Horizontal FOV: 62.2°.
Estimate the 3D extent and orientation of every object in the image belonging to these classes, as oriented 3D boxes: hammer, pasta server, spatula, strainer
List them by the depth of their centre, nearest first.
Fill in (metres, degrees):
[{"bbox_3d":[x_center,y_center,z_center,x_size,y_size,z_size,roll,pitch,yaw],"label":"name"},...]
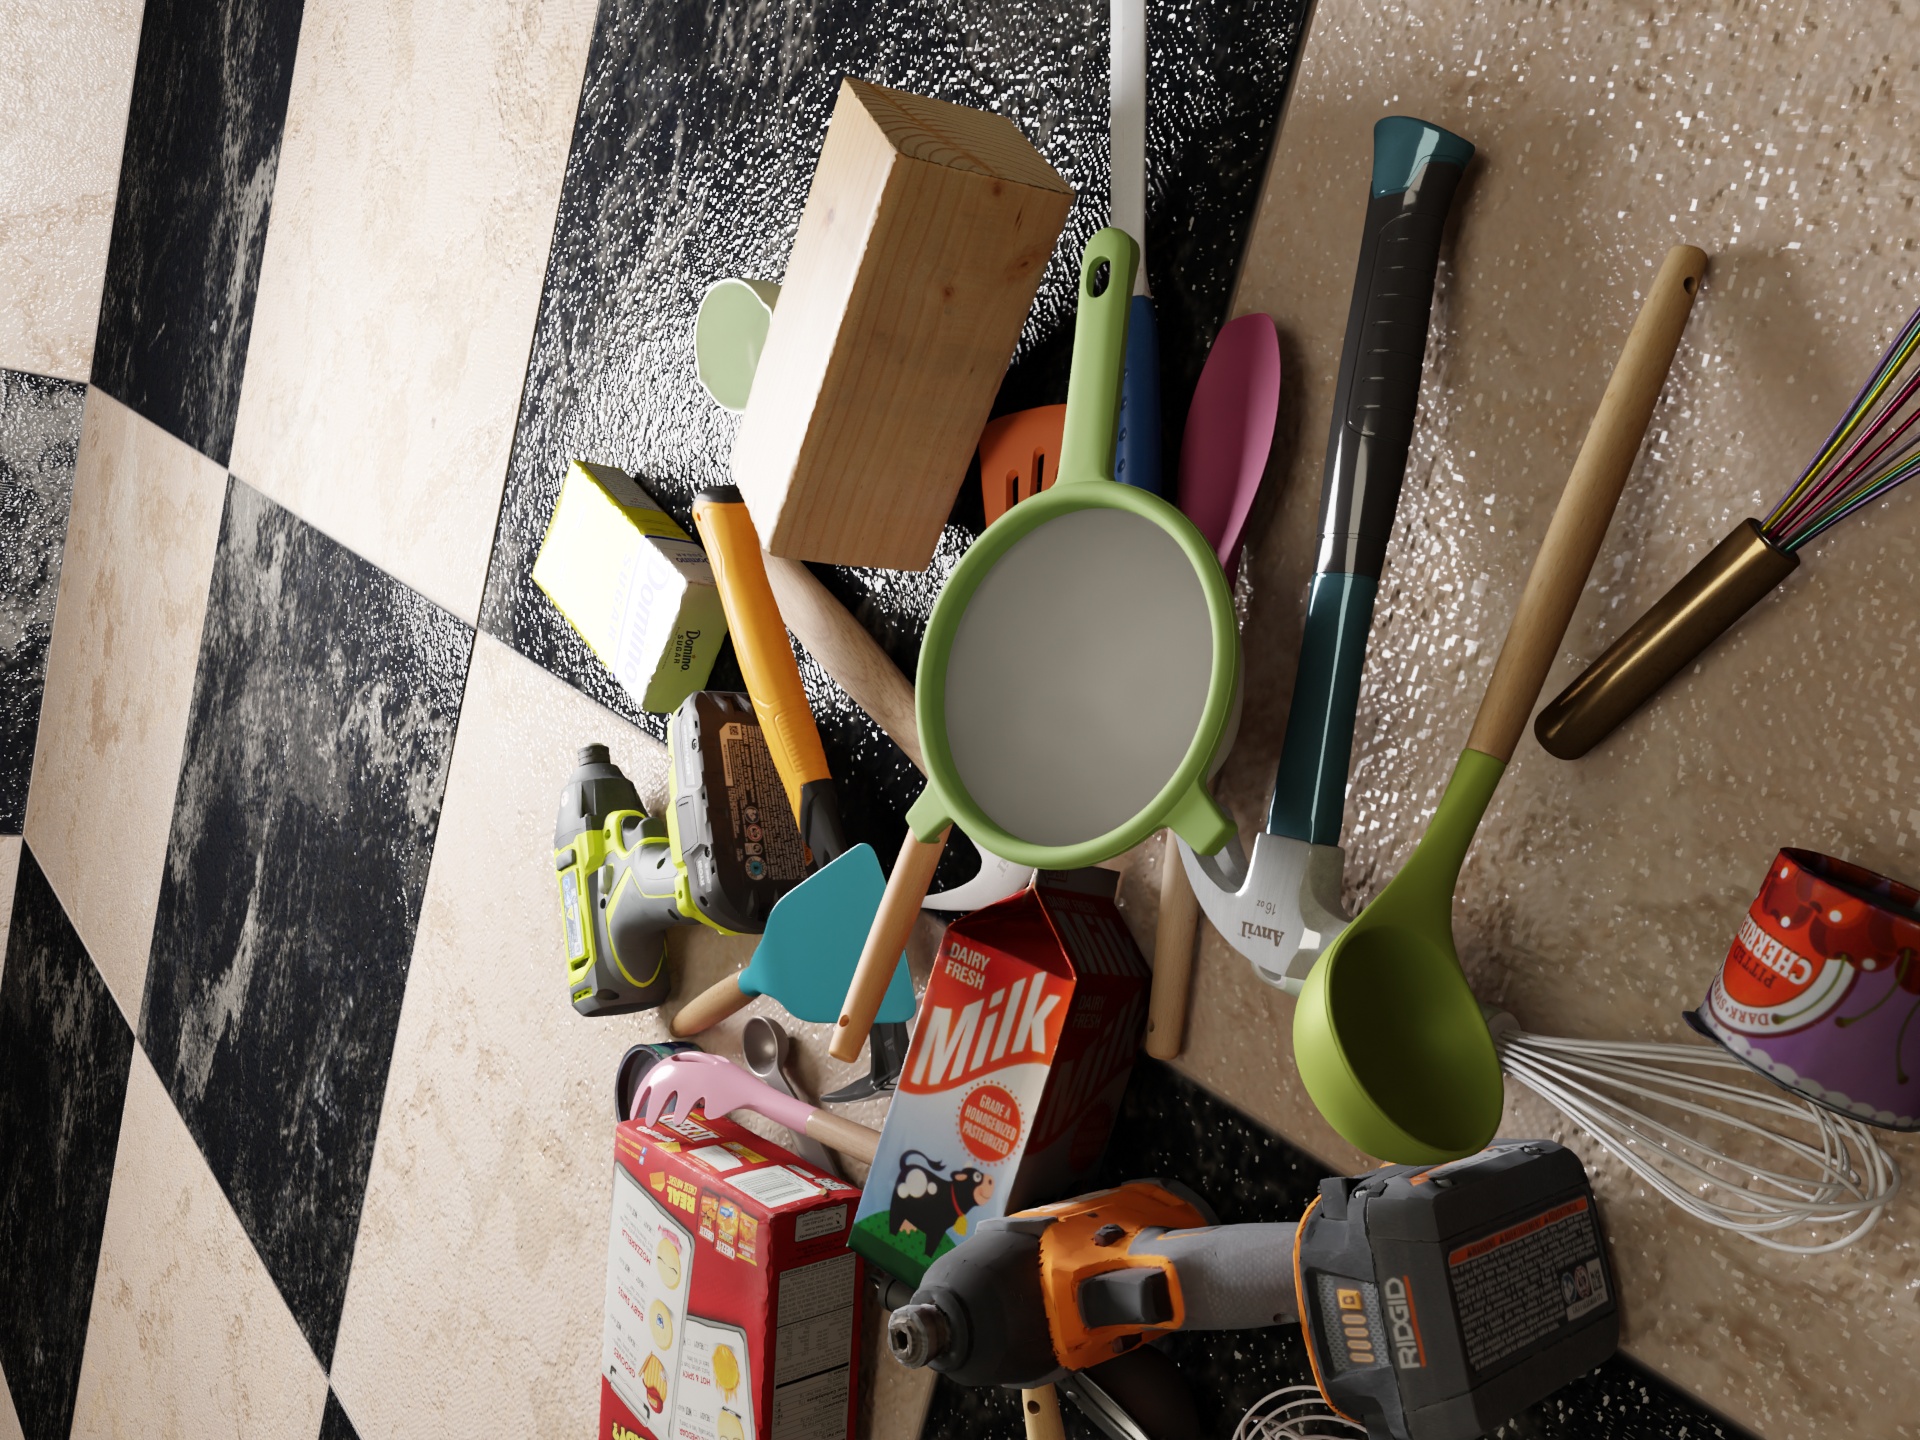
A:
[{"bbox_3d":[0.150,-0.068,0.605,0.128,0.033,0.331,8,87,57],"label":"hammer"},{"bbox_3d":[0.063,-0.065,0.635,0.151,0.069,0.256,-2,78,41],"label":"strainer"},{"bbox_3d":[0.077,-0.195,0.701,0.144,0.035,0.405,-8,79,53],"label":"hammer"},{"bbox_3d":[0.031,0.286,0.717,0.258,0.050,0.086,0,130,53],"label":"strainer"},{"bbox_3d":[-0.001,-0.002,0.721,0.081,0.041,0.323,1,61,40],"label":"spatula"},{"bbox_3d":[-0.055,0.219,0.805,0.316,0.060,0.040,10,95,40],"label":"pasta server"},{"bbox_3d":[-0.083,0.029,0.826,0.127,0.034,0.337,-47,58,55],"label":"hammer"},{"bbox_3d":[-0.049,-0.021,0.841,0.332,0.031,0.130,46,119,40],"label":"hammer"},{"bbox_3d":[-0.106,0.141,0.841,0.317,0.044,0.082,-38,66,62],"label":"spatula"}]

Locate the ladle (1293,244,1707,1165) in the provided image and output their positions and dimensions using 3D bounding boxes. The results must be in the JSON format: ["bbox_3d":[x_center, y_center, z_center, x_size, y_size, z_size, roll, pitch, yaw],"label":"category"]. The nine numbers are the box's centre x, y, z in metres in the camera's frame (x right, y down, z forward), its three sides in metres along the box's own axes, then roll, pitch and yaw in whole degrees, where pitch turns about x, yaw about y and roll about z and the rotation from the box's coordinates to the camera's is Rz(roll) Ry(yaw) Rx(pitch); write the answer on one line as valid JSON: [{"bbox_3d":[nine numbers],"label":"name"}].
[{"bbox_3d":[0.189,-0.011,0.516,0.062,0.078,0.320,14,80,66],"label":"ladle"}]

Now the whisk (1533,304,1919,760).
[{"bbox_3d":[0.265,-0.074,0.490,0.245,0.047,0.051,-53,52,35],"label":"whisk"}]

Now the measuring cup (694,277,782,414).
[{"bbox_3d":[-0.100,-0.177,0.921,0.083,0.038,0.167,-28,83,47],"label":"measuring cup"}]

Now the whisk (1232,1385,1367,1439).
[{"bbox_3d":[0.193,0.344,0.524,0.285,0.070,0.070,44,118,36],"label":"whisk"}]

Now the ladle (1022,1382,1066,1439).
[{"bbox_3d":[0.053,0.414,0.646,0.069,0.031,0.315,-7,93,25],"label":"ladle"}]

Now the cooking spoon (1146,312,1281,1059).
[{"bbox_3d":[0.104,-0.013,0.680,0.069,0.017,0.319,11,95,65],"label":"cooking spoon"}]

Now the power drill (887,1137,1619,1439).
[{"bbox_3d":[0.092,0.203,0.567,0.226,0.164,0.084,-20,75,44],"label":"power drill"}]

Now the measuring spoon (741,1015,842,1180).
[{"bbox_3d":[-0.086,0.217,0.878,0.034,0.018,0.124,-51,58,35],"label":"measuring spoon"}]

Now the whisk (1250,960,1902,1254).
[{"bbox_3d":[0.193,0.115,0.550,0.246,0.059,0.057,17,115,53],"label":"whisk"}]

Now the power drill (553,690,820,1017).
[{"bbox_3d":[-0.173,0.071,0.942,0.223,0.080,0.171,-28,67,47],"label":"power drill"}]
